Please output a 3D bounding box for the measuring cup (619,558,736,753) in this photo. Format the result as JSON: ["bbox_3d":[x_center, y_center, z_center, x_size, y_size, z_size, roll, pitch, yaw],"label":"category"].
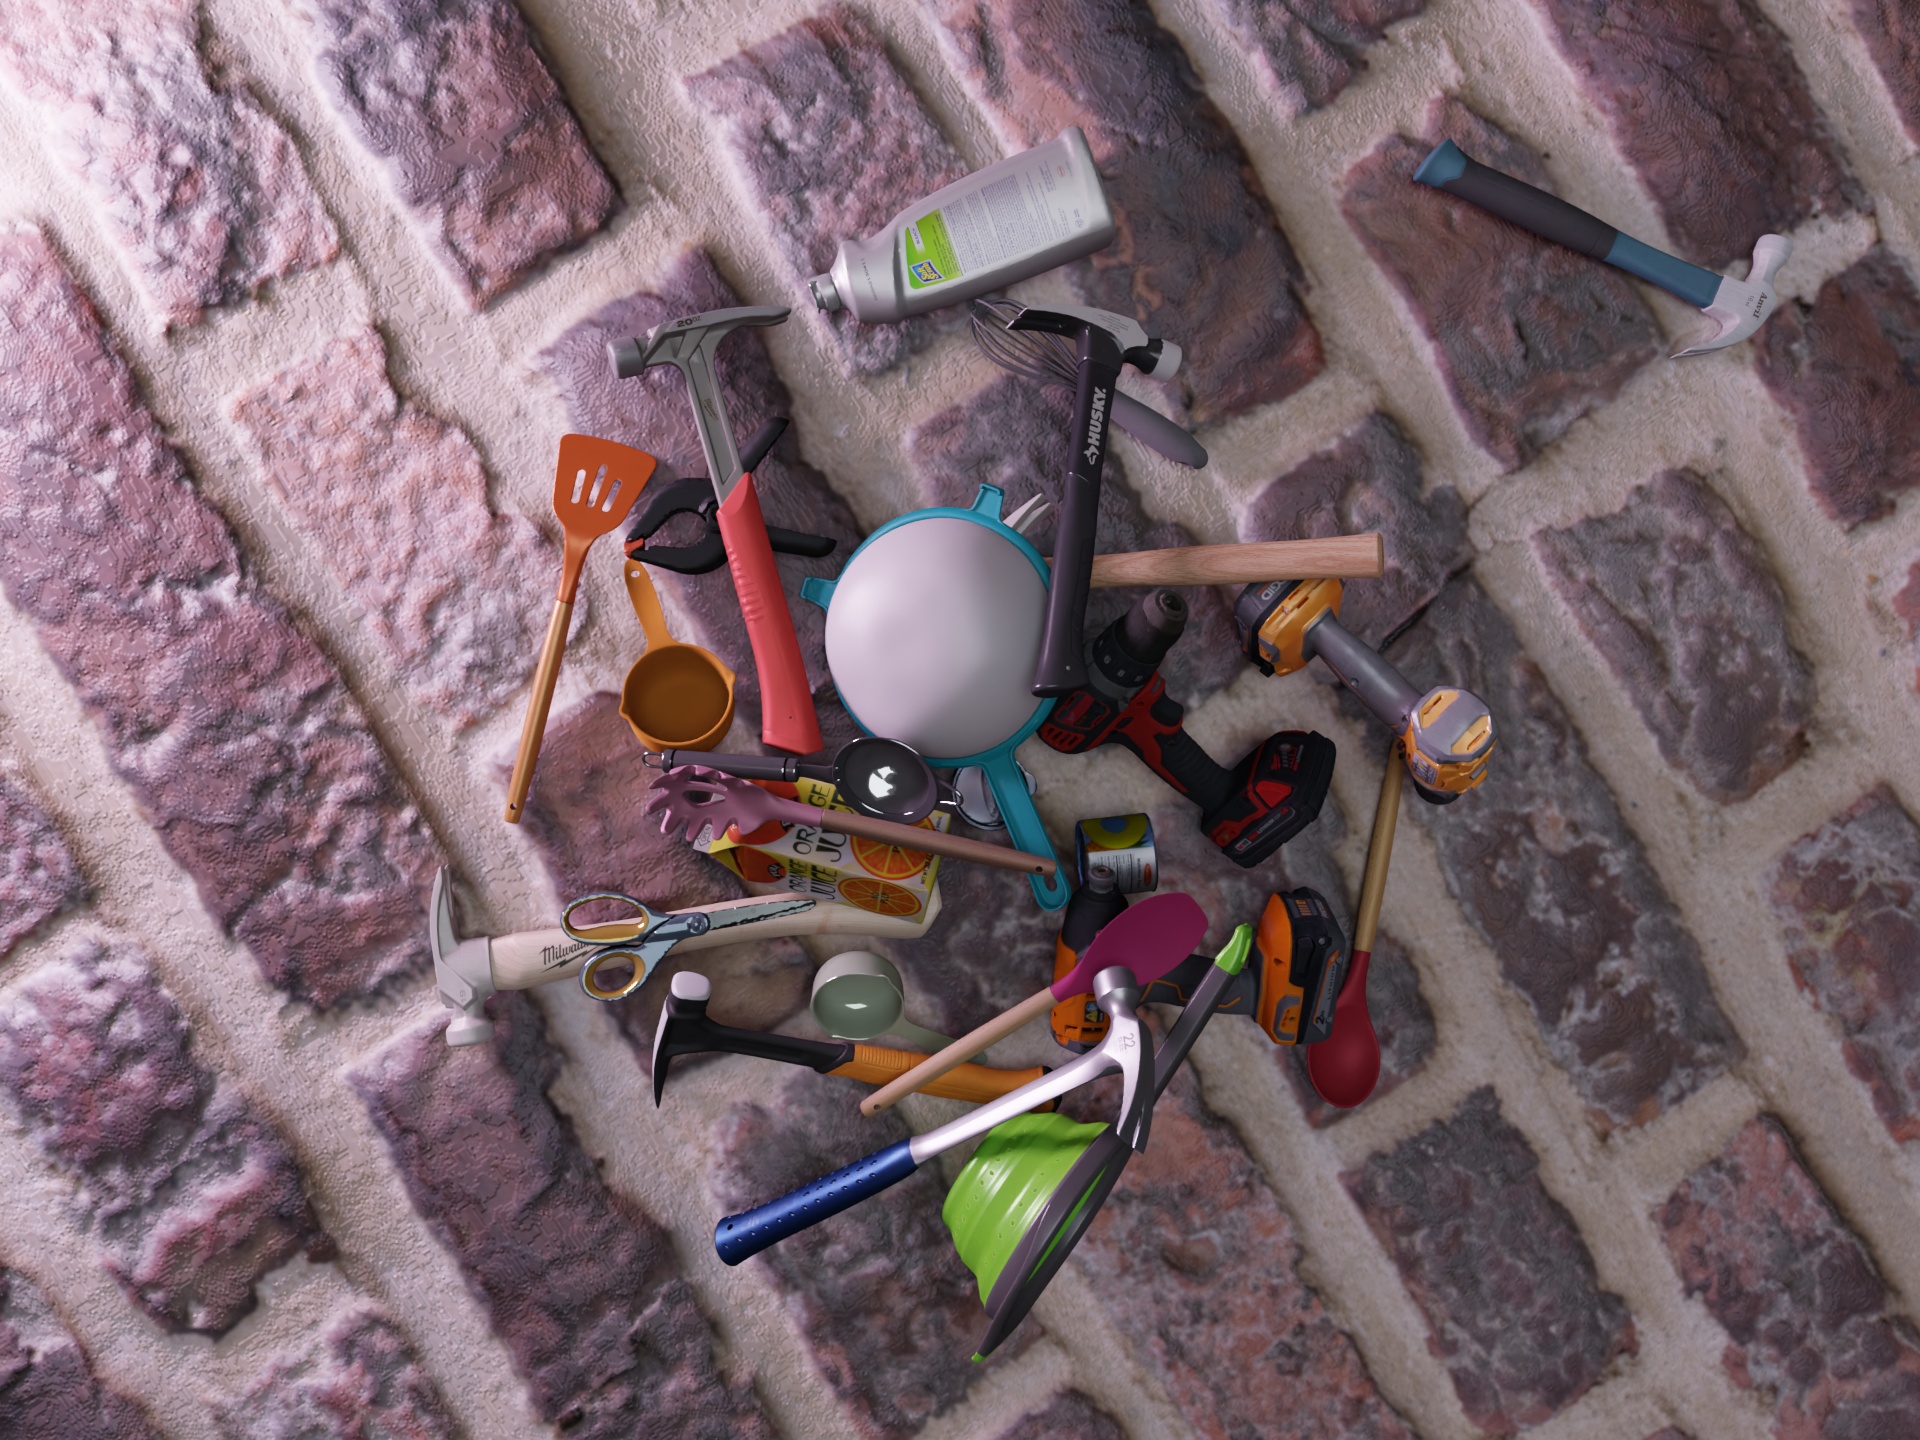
[{"bbox_3d":[-0.241,-0.049,1.297,0.095,0.052,0.174,-19,70,-10],"label":"measuring cup"}]

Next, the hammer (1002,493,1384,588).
[{"bbox_3d":[0.166,-0.124,1.266,0.331,0.031,0.130,-2,72,20],"label":"hammer"}]

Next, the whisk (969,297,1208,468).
[{"bbox_3d":[0.108,-0.279,1.321,0.239,0.055,0.055,32,88,-9],"label":"whisk"}]

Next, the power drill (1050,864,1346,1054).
[{"bbox_3d":[0.189,0.190,1.292,0.226,0.084,0.164,0,116,-4],"label":"power drill"}]

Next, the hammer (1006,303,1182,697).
[{"bbox_3d":[0.089,-0.174,1.240,0.146,0.035,0.335,17,69,-21],"label":"hammer"}]

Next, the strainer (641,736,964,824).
[{"bbox_3d":[-0.122,0.037,1.232,0.258,0.050,0.086,4,128,7],"label":"strainer"}]

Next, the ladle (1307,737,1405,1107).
[{"bbox_3d":[0.346,0.170,1.354,0.069,0.031,0.315,12,87,-14],"label":"ladle"}]

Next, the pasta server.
[{"bbox_3d":[-0.081,0.085,1.220,0.316,0.040,0.060,12,115,-2],"label":"pasta server"}]

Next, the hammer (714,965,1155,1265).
[{"bbox_3d":[-0.026,0.335,1.233,0.405,0.144,0.035,-31,129,19],"label":"hammer"}]

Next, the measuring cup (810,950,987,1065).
[{"bbox_3d":[-0.047,0.242,1.317,0.167,0.038,0.083,28,119,-23],"label":"measuring cup"}]

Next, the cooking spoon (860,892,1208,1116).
[{"bbox_3d":[0.053,0.228,1.252,0.319,0.017,0.068,-33,113,10],"label":"cooking spoon"}]

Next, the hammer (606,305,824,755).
[{"bbox_3d":[-0.162,-0.148,1.269,0.149,0.037,0.359,-16,90,-14],"label":"hammer"}]

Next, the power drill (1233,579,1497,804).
[{"bbox_3d":[0.332,-0.023,1.290,0.084,0.185,0.226,-45,68,-4],"label":"power drill"}]

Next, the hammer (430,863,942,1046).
[{"bbox_3d":[-0.221,0.162,1.302,0.410,0.038,0.146,-8,90,-5],"label":"hammer"}]

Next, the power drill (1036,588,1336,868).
[{"bbox_3d":[0.187,0.002,1.269,0.226,0.187,0.080,32,49,-6],"label":"power drill"}]

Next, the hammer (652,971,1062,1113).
[{"bbox_3d":[-0.081,0.286,1.300,0.336,0.034,0.127,12,122,-11],"label":"hammer"}]

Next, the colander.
[{"bbox_3d":[0.093,0.309,1.253,0.094,0.204,0.397,33,98,18],"label":"colander"}]

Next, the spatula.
[{"bbox_3d":[-0.327,-0.073,1.299,0.081,0.041,0.322,15,93,-5],"label":"spatula"}]

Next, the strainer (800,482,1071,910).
[{"bbox_3d":[-0.002,-0.004,1.242,0.211,0.095,0.340,-25,85,21],"label":"strainer"}]

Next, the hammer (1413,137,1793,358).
[{"bbox_3d":[0.545,-0.415,1.364,0.331,0.033,0.128,23,87,-4],"label":"hammer"}]
